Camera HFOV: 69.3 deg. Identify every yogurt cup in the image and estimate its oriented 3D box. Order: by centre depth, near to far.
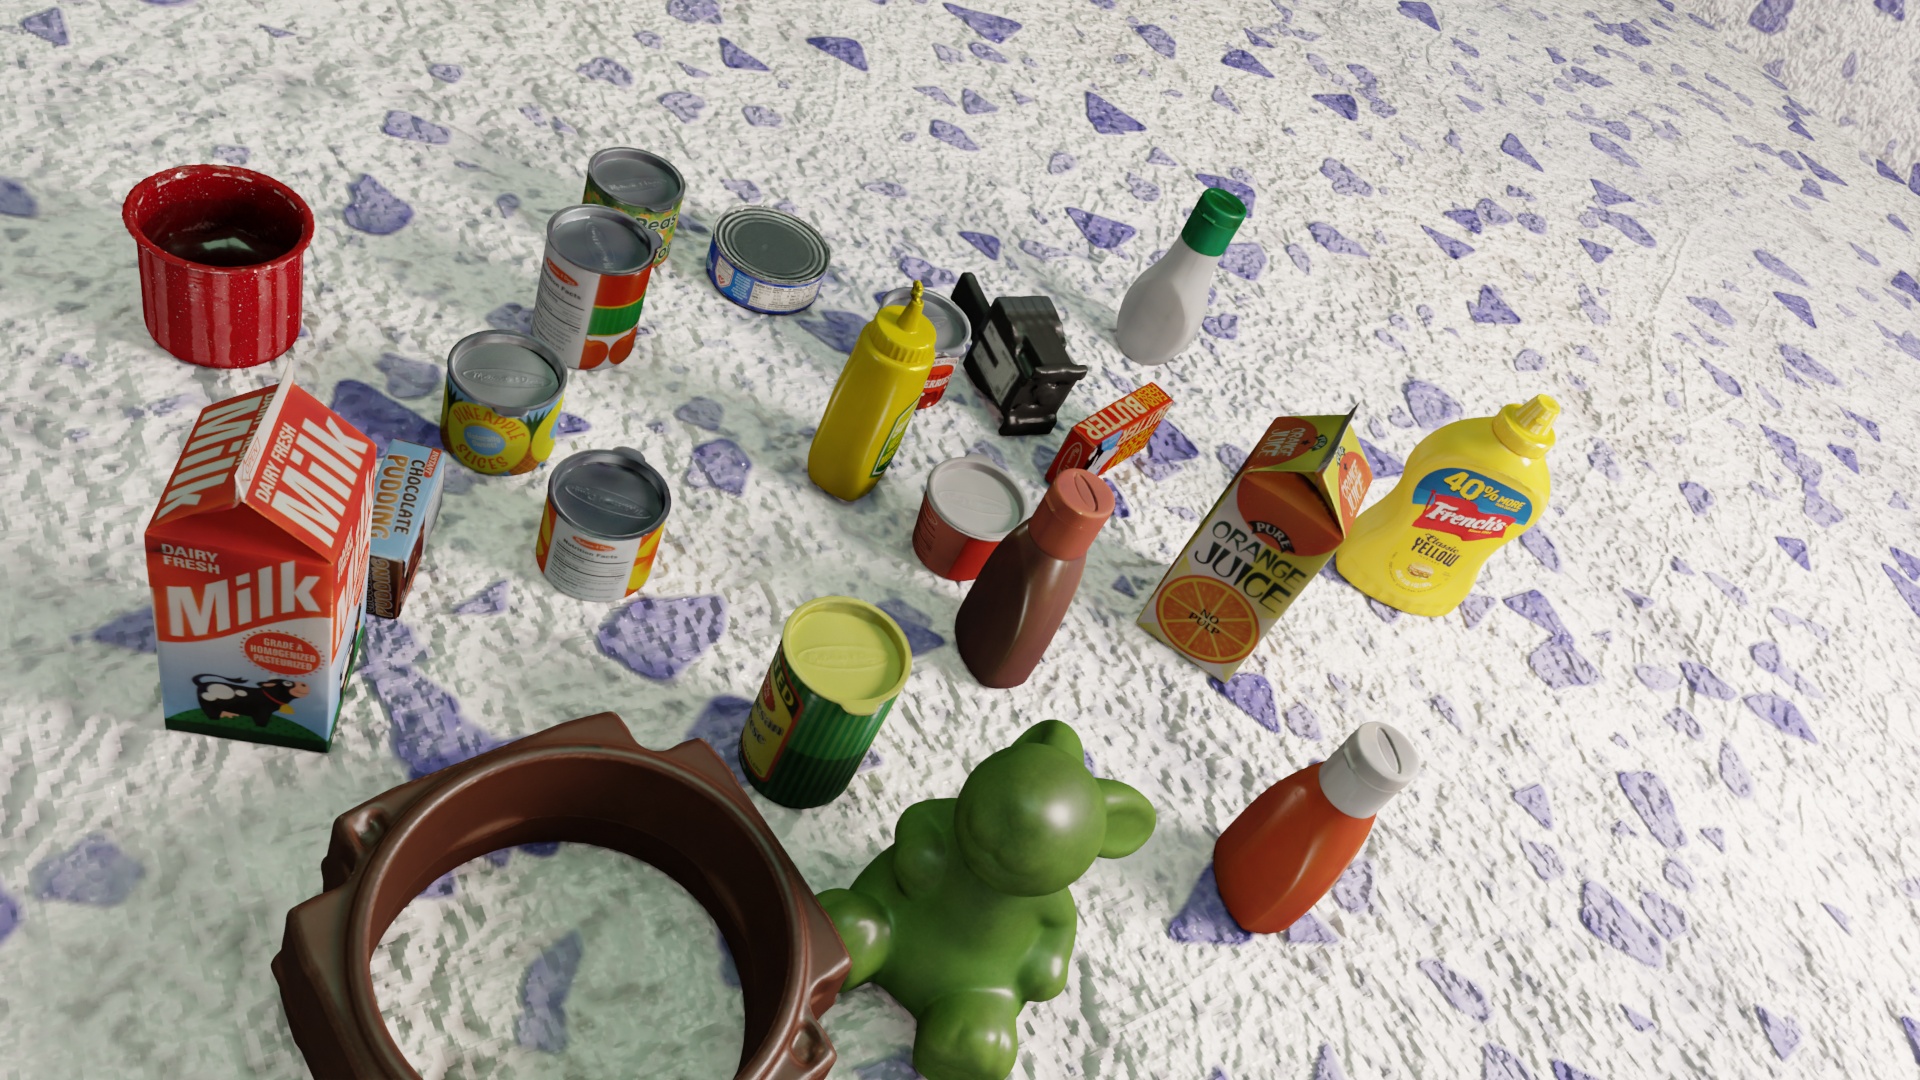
[{"bbox_3d":[0.003,-0.011,0.878,0.072,0.053,0.073,14,45,-14],"label":"yogurt cup"}]

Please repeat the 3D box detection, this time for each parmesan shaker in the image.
[{"bbox_3d":[-0.072,0.087,0.715,0.071,0.102,0.072,14,45,-14],"label":"parmesan shaker"}]

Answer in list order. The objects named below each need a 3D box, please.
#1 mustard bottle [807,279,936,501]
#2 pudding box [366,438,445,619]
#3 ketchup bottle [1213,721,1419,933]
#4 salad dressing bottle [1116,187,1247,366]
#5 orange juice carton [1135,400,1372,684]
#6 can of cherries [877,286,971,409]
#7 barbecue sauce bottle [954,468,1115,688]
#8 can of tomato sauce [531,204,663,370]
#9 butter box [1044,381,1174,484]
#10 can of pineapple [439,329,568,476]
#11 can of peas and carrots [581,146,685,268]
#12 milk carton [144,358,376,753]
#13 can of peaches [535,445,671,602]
[{"bbox_3d":[-0.049,-0.094,0.854,0.049,0.159,0.066,31,44,3],"label":"mustard bottle"},{"bbox_3d":[-0.297,-0.007,0.731,0.030,0.049,0.084,14,45,-14],"label":"pudding box"},{"bbox_3d":[0.190,0.153,0.749,0.043,0.148,0.065,6,48,-21],"label":"ketchup bottle"},{"bbox_3d":[0.170,-0.202,1.070,0.064,0.146,0.044,42,45,14],"label":"salad dressing bottle"},{"bbox_3d":[0.190,-0.005,0.864,0.073,0.191,0.072,34,44,6],"label":"orange juice carton"},{"bbox_3d":[-0.032,-0.132,0.971,0.071,0.058,0.072,14,45,-14],"label":"can of cherries"},{"bbox_3d":[0.042,0.021,0.800,0.044,0.147,0.065,0,50,-27],"label":"barbecue sauce bottle"},{"bbox_3d":[-0.232,-0.160,0.881,0.071,0.082,0.071,14,45,-14],"label":"can of tomato sauce"},{"bbox_3d":[0.106,-0.073,0.987,0.024,0.052,0.104,44,46,16],"label":"butter box"},{"bbox_3d":[-0.266,-0.078,0.807,0.071,0.057,0.071,14,45,-14],"label":"can of pineapple"},{"bbox_3d":[-0.228,-0.228,0.964,0.071,0.058,0.071,14,45,-14],"label":"can of peas and carrots"},{"bbox_3d":[-0.304,0.010,0.610,0.073,0.189,0.073,12,46,-16],"label":"milk carton"},{"bbox_3d":[-0.199,-0.009,0.775,0.071,0.057,0.071,14,45,-14],"label":"can of peaches"}]
